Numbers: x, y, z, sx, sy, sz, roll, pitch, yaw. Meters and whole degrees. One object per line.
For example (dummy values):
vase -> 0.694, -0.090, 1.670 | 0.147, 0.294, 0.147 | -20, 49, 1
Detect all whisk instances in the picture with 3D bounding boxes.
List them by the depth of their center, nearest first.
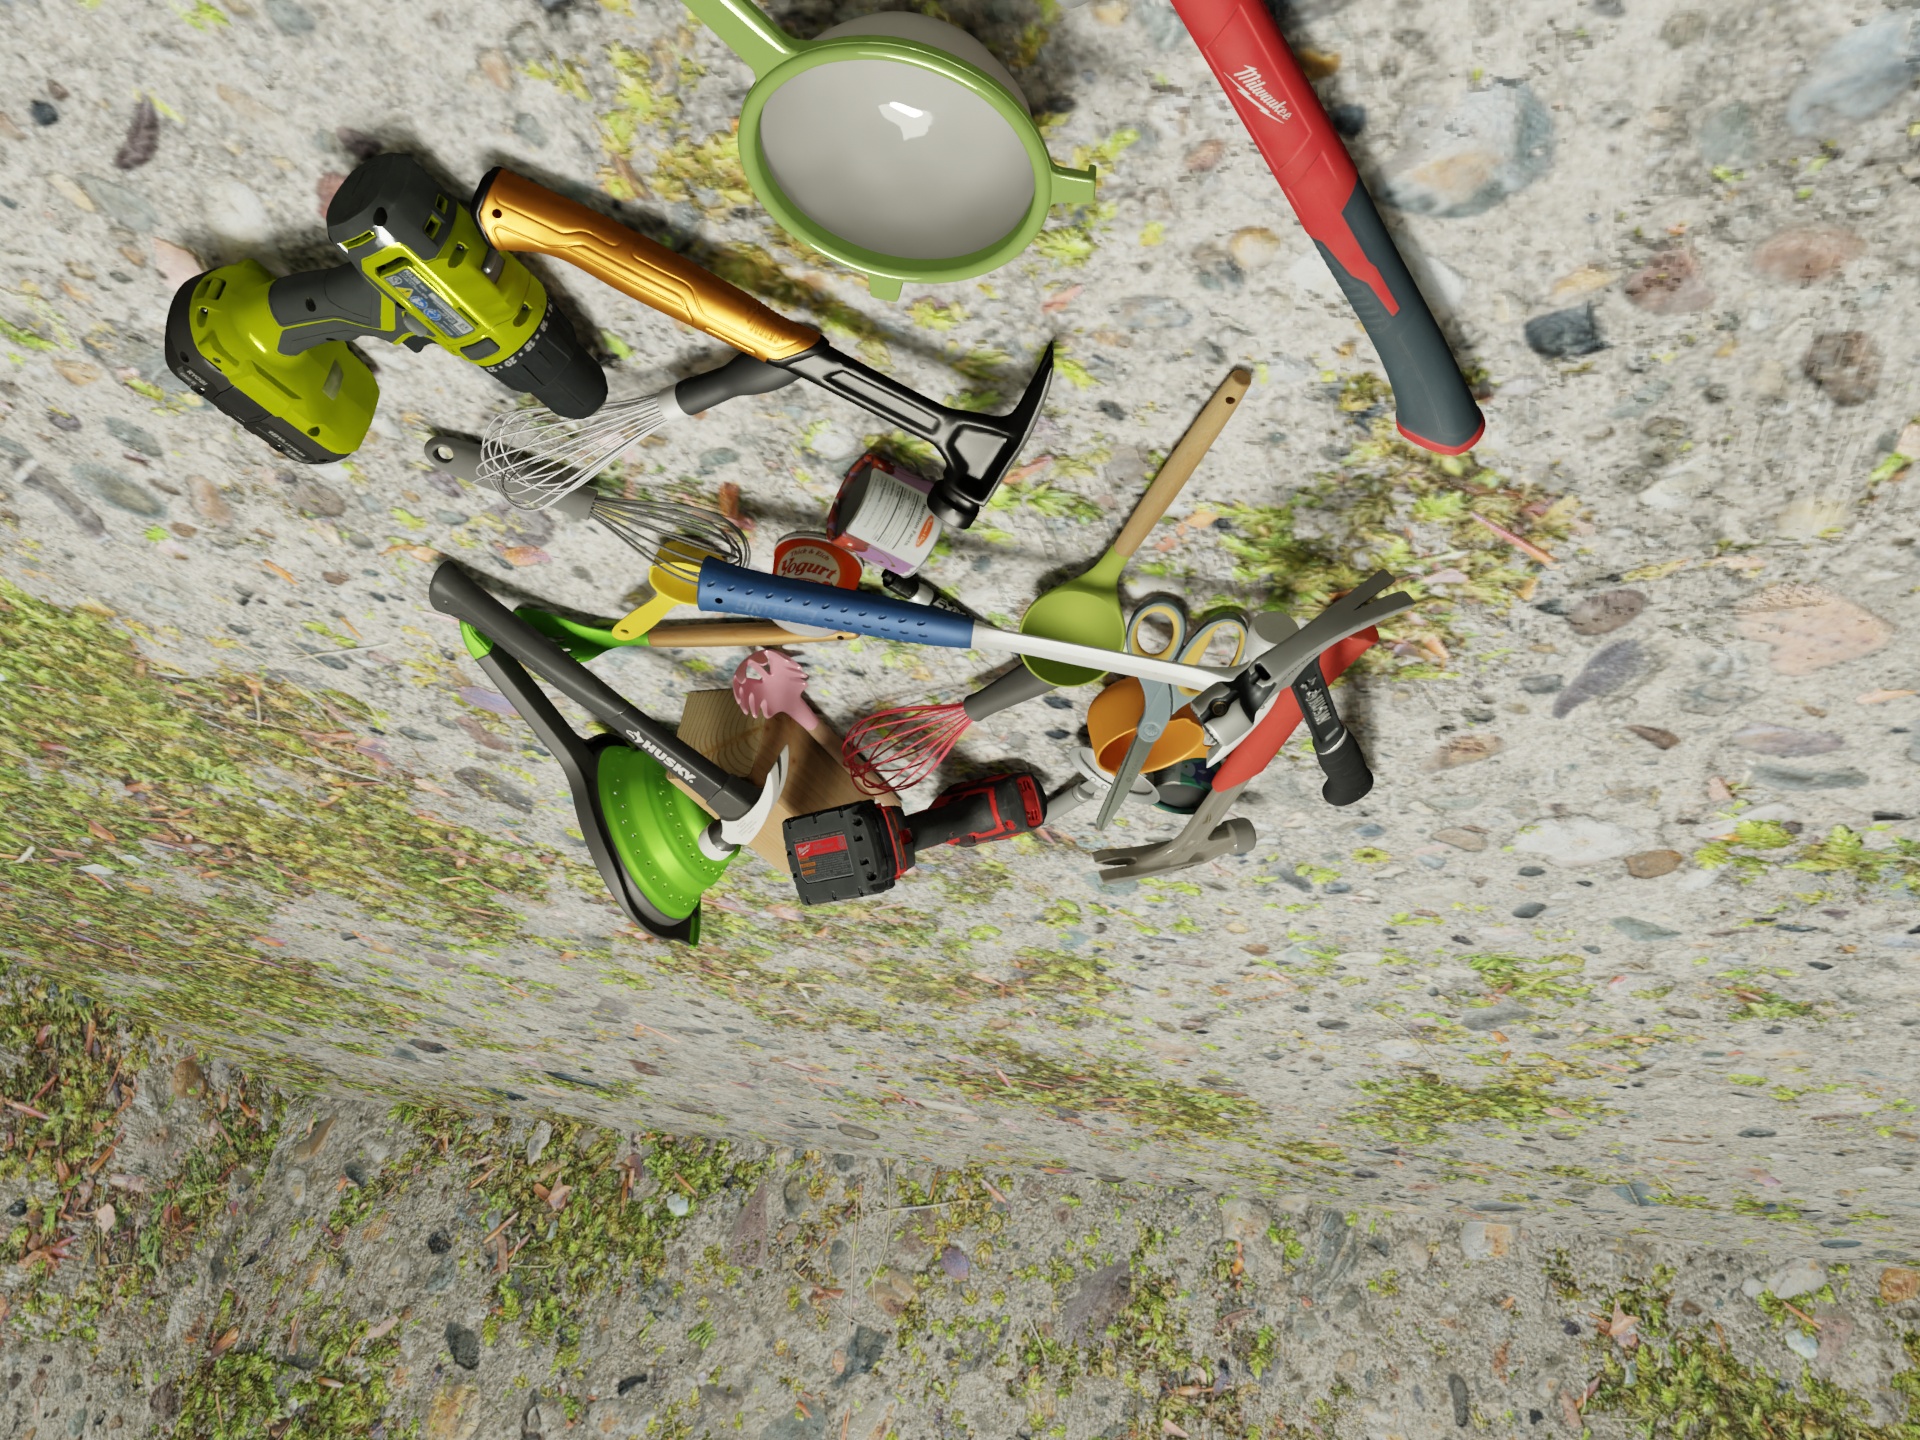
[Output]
whisk -> -0.206, -0.194, 1.017 | 0.284, 0.070, 0.070 | -13, 145, 30
whisk -> -0.264, -0.151, 1.131 | 0.239, 0.055, 0.055 | 20, 152, -9
whisk -> -0.002, -0.004, 1.310 | 0.073, 0.073, 0.296 | 29, 143, -32

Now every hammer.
hammer -> 0.194, -0.256, 0.769 | 0.143, 0.038, 0.385 | -11, 146, 33
hammer -> -0.112, -0.229, 0.909 | 0.336, 0.034, 0.127 | 24, 126, -15
hammer -> 0.019, -0.054, 1.107 | 0.405, 0.035, 0.144 | 11, 143, 2
hammer -> 0.267, 0.003, 1.144 | 0.149, 0.036, 0.408 | -38, 158, 6
hammer -> 0.222, 0.026, 1.243 | 0.149, 0.037, 0.358 | -9, 151, -20
hammer -> -0.289, -0.017, 1.302 | 0.334, 0.035, 0.146 | 38, 134, -12

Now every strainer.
strainer -> -0.062, -0.306, 0.728 | 0.151, 0.069, 0.256 | -14, 144, 43
strainer -> 0.112, 0.058, 1.410 | 0.087, 0.050, 0.258 | 34, 155, -7

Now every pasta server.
pasta server -> -0.117, 0.019, 1.415 | 0.060, 0.040, 0.315 | -39, 145, 0

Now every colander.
colander -> -0.301, 0.036, 1.430 | 0.094, 0.205, 0.396 | -24, 126, 10

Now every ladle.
ladle -> 0.116, -0.118, 1.049 | 0.078, 0.062, 0.320 | 18, 150, -9

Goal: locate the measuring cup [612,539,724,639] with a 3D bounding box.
measuring cup -> -0.232, -0.099, 1.235 | 0.062, 0.029, 0.156 | 26, 150, -27

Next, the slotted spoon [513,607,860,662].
slotted spoon -> -0.229, -0.069, 1.297 | 0.314, 0.031, 0.070 | -1, 146, 18

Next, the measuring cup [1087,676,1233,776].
measuring cup -> 0.179, 0.002, 1.273 | 0.173, 0.052, 0.095 | 3, 149, -32

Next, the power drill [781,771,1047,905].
power drill -> -0.042, 0.098, 1.411 | 0.219, 0.078, 0.143 | -13, 179, -43

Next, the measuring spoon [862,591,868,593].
measuring spoon -> -0.112, -0.090, 1.232 | 0.129, 0.021, 0.042 | 5, 162, 30

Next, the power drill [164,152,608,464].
power drill -> -0.347, -0.231, 0.970 | 0.228, 0.080, 0.190 | -10, 147, 29
